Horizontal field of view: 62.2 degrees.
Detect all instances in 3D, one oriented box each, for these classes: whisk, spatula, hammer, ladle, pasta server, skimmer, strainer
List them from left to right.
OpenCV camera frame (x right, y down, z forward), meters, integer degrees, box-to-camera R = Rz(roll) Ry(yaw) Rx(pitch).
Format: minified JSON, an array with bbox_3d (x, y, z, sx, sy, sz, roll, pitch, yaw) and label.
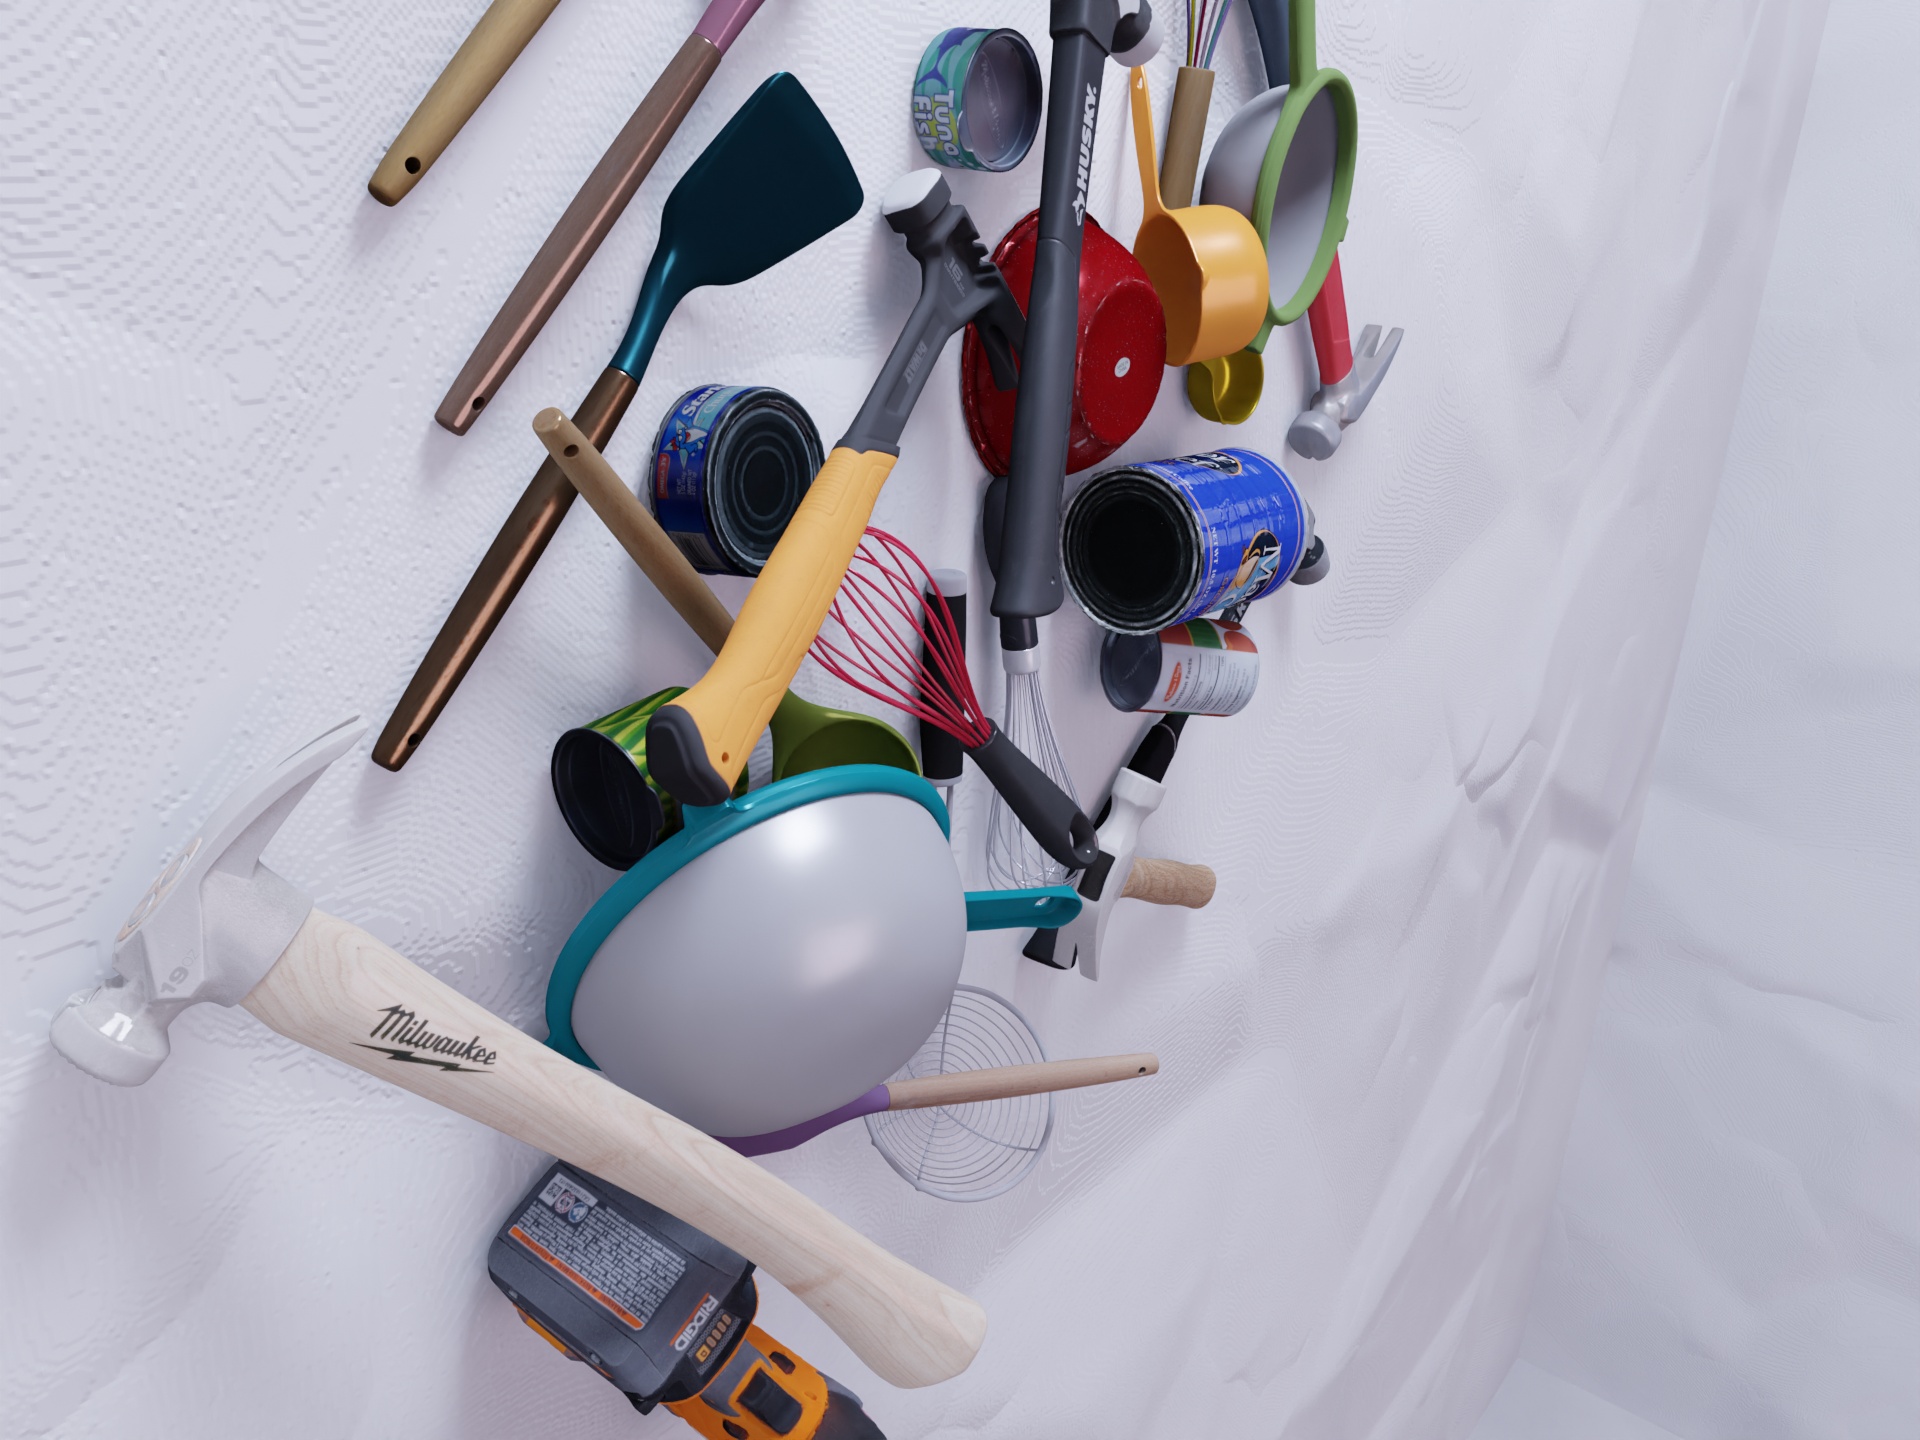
[{"bbox_3d":[-0.143,-0.116,0.642,0.317,0.044,0.082,-62,151,-12],"label":"spatula"},{"bbox_3d":[-0.125,-0.313,0.591,0.069,0.031,0.315,44,70,-43],"label":"ladle"},{"bbox_3d":[-0.128,0.162,0.639,0.410,0.038,0.146,41,83,-30],"label":"hammer"},{"bbox_3d":[-0.120,-0.247,0.632,0.316,0.040,0.060,-60,145,-10],"label":"pasta server"},{"bbox_3d":[-0.097,-0.027,0.713,0.078,0.062,0.319,-39,145,-5],"label":"ladle"},{"bbox_3d":[-0.047,-0.098,0.711,0.127,0.034,0.337,54,47,-38],"label":"hammer"},{"bbox_3d":[-0.031,0.127,0.777,0.340,0.095,0.211,3,132,-48],"label":"strainer"},{"bbox_3d":[-0.020,0.205,0.887,0.315,0.018,0.059,1,106,-29],"label":"spatula"},{"bbox_3d":[-0.001,-0.003,0.838,0.295,0.073,0.073,48,65,-40],"label":"whisk"},{"bbox_3d":[0.002,0.099,0.909,0.127,0.090,0.363,-9,113,-27],"label":"skimmer"},{"bbox_3d":[0.039,-0.009,0.947,0.070,0.070,0.284,-33,126,-43],"label":"whisk"},{"bbox_3d":[0.044,-0.215,0.774,0.146,0.035,0.335,8,88,-61],"label":"hammer"},{"bbox_3d":[0.132,0.112,1.092,0.130,0.031,0.331,-66,160,1],"label":"hammer"},{"bbox_3d":[0.152,-0.003,1.128,0.409,0.036,0.149,-59,143,-18],"label":"hammer"},{"bbox_3d":[0.146,-0.401,0.925,0.047,0.051,0.245,-23,126,-56],"label":"whisk"},{"bbox_3d":[0.177,-0.358,0.936,0.151,0.069,0.256,-54,148,-32],"label":"strainer"},{"bbox_3d":[0.244,-0.367,1.085,0.143,0.038,0.385,-55,143,-26],"label":"hammer"}]

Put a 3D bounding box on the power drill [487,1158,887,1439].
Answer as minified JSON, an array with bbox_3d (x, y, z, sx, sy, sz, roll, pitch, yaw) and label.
[{"bbox_3d":[-0.115,0.315,0.779,0.084,0.164,0.226,-51,139,-25],"label":"power drill"}]

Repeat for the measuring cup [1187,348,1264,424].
[{"bbox_3d":[0.142,-0.241,1.019,0.156,0.029,0.062,26,84,-44],"label":"measuring cup"}]

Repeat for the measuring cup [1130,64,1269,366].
[{"bbox_3d":[0.133,-0.294,0.915,0.052,0.095,0.173,-12,97,-17],"label":"measuring cup"}]
